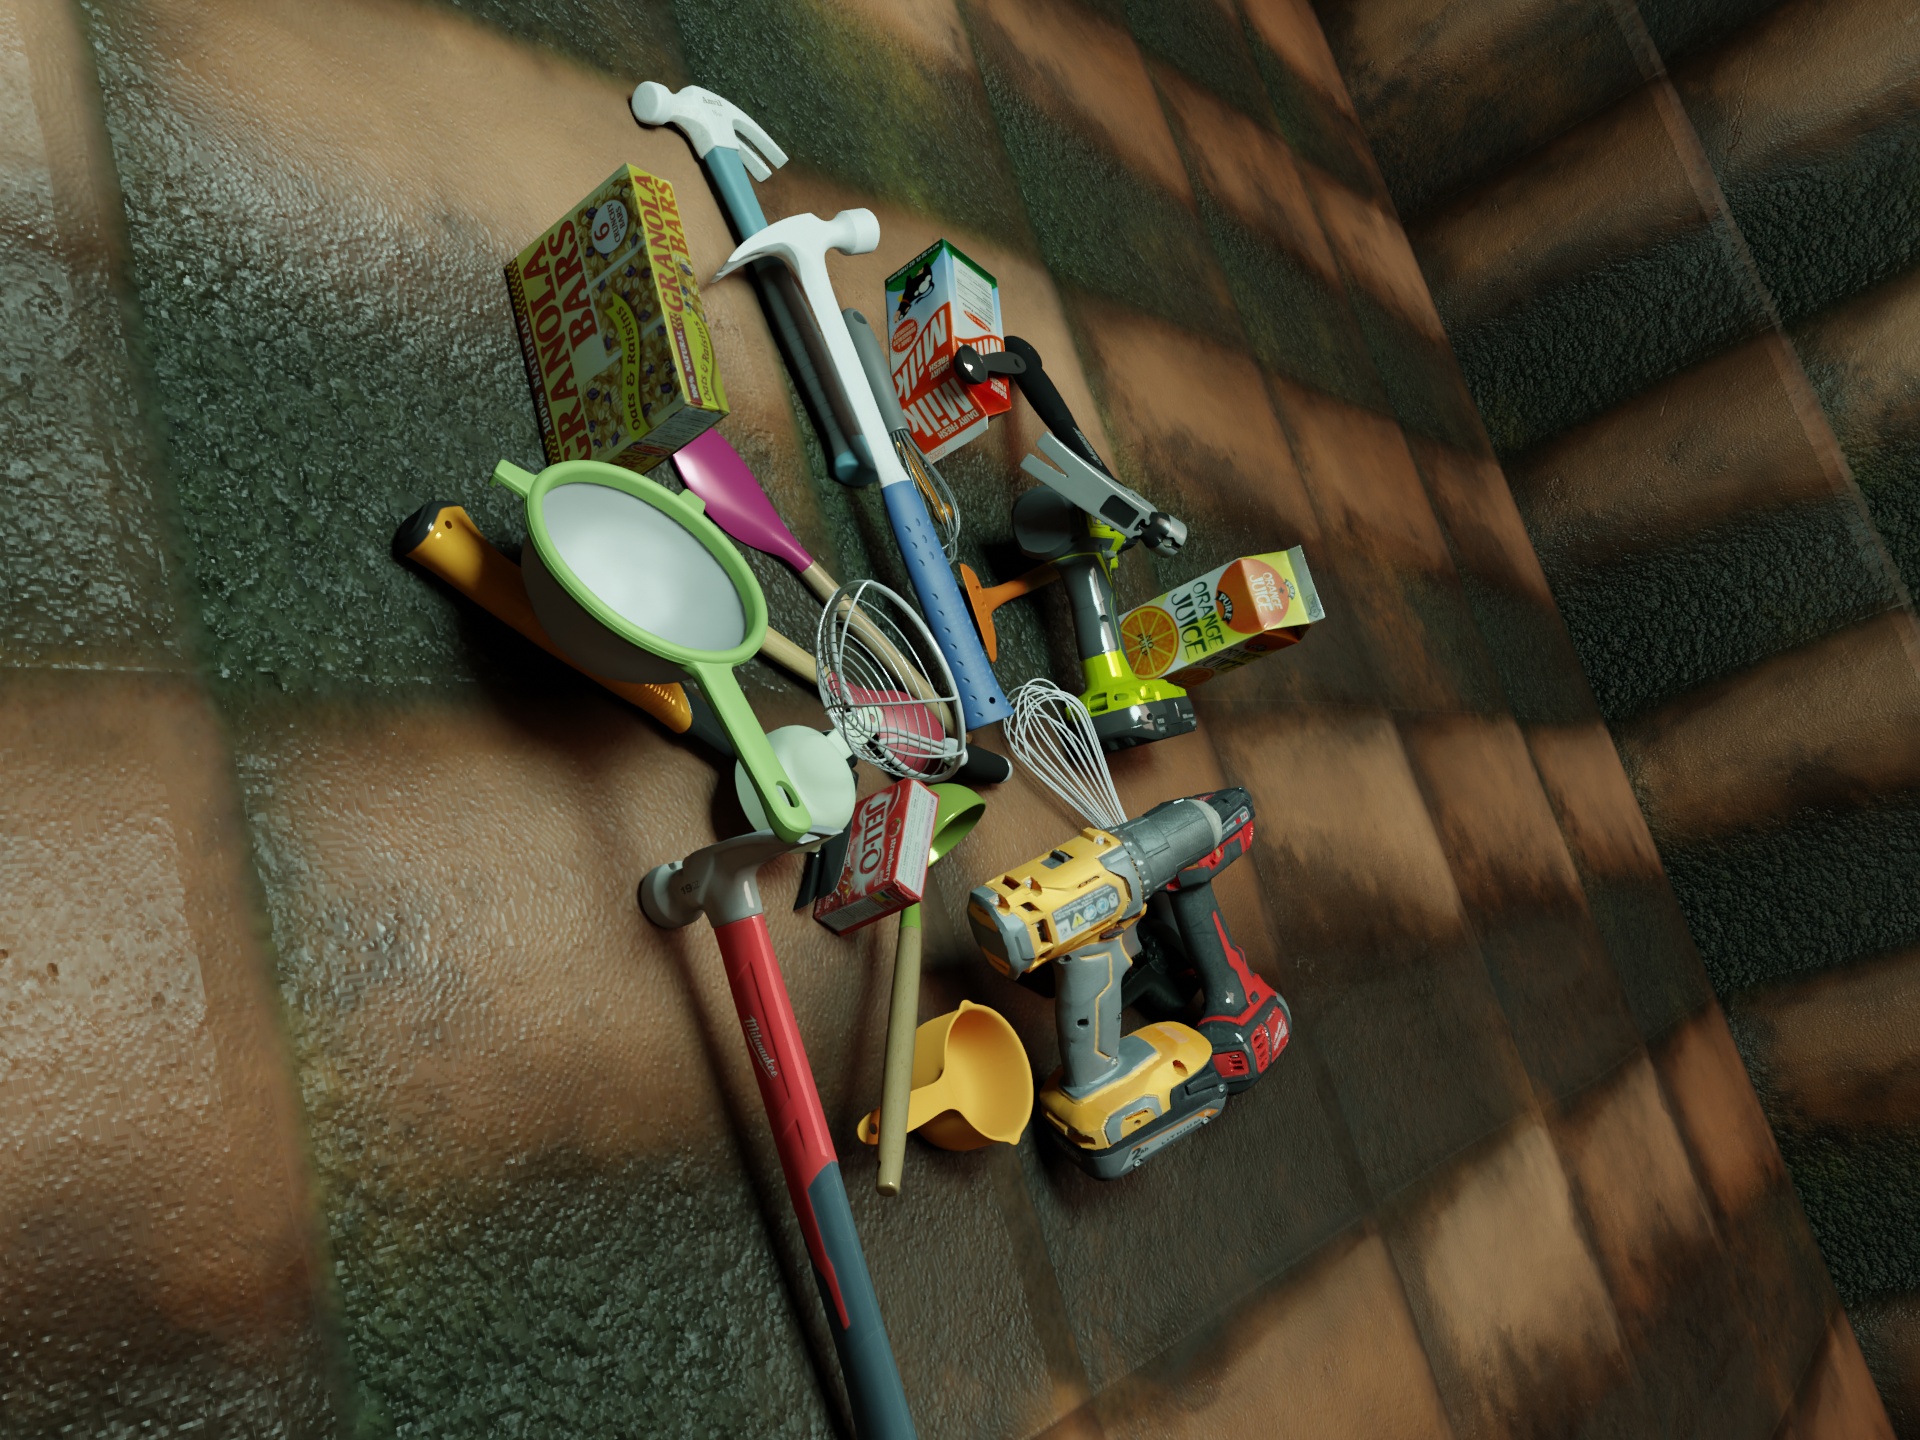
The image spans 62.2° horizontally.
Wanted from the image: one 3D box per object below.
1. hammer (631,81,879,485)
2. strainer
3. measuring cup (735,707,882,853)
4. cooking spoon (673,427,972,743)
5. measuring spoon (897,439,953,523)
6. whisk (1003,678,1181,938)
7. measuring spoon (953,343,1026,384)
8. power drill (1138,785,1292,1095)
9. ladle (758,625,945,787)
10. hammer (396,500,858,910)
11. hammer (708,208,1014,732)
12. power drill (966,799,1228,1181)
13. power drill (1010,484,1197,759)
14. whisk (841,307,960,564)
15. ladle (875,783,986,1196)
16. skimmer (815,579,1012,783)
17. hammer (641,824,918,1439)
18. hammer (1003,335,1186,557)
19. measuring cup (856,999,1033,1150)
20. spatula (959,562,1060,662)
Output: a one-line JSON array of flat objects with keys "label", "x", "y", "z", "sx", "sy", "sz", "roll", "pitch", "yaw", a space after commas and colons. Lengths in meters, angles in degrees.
[{"label": "hammer", "x": -0.141, "y": -0.334, "z": 1.225, "sx": 0.128, "sy": 0.033, "sz": 0.331, "roll": -20, "pitch": 85, "yaw": -56}, {"label": "strainer", "x": -0.160, "y": -0.028, "z": 0.864, "sx": 0.151, "sy": 0.069, "sz": 0.257, "roll": 0, "pitch": 52, "yaw": -53}, {"label": "measuring cup", "x": -0.078, "y": 0.021, "z": 1.004, "sx": 0.083, "sy": 0.038, "sz": 0.167, "roll": 57, "pitch": 34, "yaw": -8}, {"label": "cooking spoon", "x": -0.094, "y": -0.092, "z": 1.141, "sx": 0.318, "sy": 0.017, "sz": 0.069, "roll": 48, "pitch": 37, "yaw": -23}, {"label": "measuring spoon", "x": -0.036, "y": -0.215, "z": 1.308, "sx": 0.117, "sy": 0.011, "sz": 0.021, "roll": 62, "pitch": 33, "yaw": -4}, {"label": "whisk", "x": 0.123, "y": 0.081, "z": 1.291, "sx": 0.284, "sy": 0.070, "sz": 0.070, "roll": 55, "pitch": 34, "yaw": -22}, {"label": "measuring spoon", "x": 0.024, "y": -0.291, "z": 1.311, "sx": 0.034, "sy": 0.018, "sz": 0.124, "roll": 64, "pitch": 28, "yaw": 0}, {"label": "power drill", "x": 0.208, "y": 0.172, "z": 1.267, "sx": 0.143, "sy": 0.078, "sz": 0.219, "roll": -21, "pitch": 96, "yaw": -59}, {"label": "ladle", "x": -0.113, "y": -0.042, "z": 1.077, "sx": 0.315, "sy": 0.031, "sz": 0.069, "roll": 34, "pitch": 42, "yaw": -35}, {"label": "hammer", "x": -0.188, "y": -0.015, "z": 0.946, "sx": 0.336, "sy": 0.034, "sz": 0.127, "roll": 38, "pitch": 40, "yaw": -33}, {"label": "hammer", "x": -0.057, "y": -0.184, "z": 1.183, "sx": 0.144, "sy": 0.035, "sz": 0.405, "roll": -21, "pitch": 89, "yaw": -35}, {"label": "power drill", "x": 0.115, "y": 0.174, "z": 1.079, "sx": 0.185, "sy": 0.084, "sz": 0.226, "roll": -26, "pitch": 113, "yaw": -21}, {"label": "power drill", "x": 0.129, "y": -0.090, "z": 1.362, "sx": 0.190, "sy": 0.080, "sz": 0.228, "roll": -8, "pitch": 83, "yaw": -62}, {"label": "whisk", "x": -0.054, "y": -0.228, "z": 1.268, "sx": 0.055, "sy": 0.055, "sz": 0.239, "roll": 2, "pitch": 62, "yaw": -53}, {"label": "ladle", "x": -0.022, "y": 0.157, "z": 0.990, "sx": 0.062, "sy": 0.078, "sz": 0.320, "roll": 24, "pitch": 38, "yaw": -17}, {"label": "skimmer", "x": -0.002, "y": -0.003, "z": 1.046, "sx": 0.127, "sy": 0.090, "sz": 0.363, "roll": 52, "pitch": 9, "yaw": 17}, {"label": "hammer", "x": -0.068, "y": 0.249, "z": 0.857, "sx": 0.038, "sy": 0.143, "sz": 0.386, "roll": -12, "pitch": 82, "yaw": -49}, {"label": "hammer", "x": 0.083, "y": -0.257, "z": 1.368, "sx": 0.146, "sy": 0.035, "sz": 0.335, "roll": 26, "pitch": 24, "yaw": -29}, {"label": "measuring cup", "x": -0.024, "y": 0.236, "z": 0.989, "sx": 0.173, "sy": 0.052, "sz": 0.095, "roll": -10, "pitch": 77, "yaw": -54}, {"label": "spatula", "x": 0.068, "y": -0.121, "z": 1.363, "sx": 0.322, "sy": 0.041, "sz": 0.081, "roll": -32, "pitch": 105, "yaw": -58}]
